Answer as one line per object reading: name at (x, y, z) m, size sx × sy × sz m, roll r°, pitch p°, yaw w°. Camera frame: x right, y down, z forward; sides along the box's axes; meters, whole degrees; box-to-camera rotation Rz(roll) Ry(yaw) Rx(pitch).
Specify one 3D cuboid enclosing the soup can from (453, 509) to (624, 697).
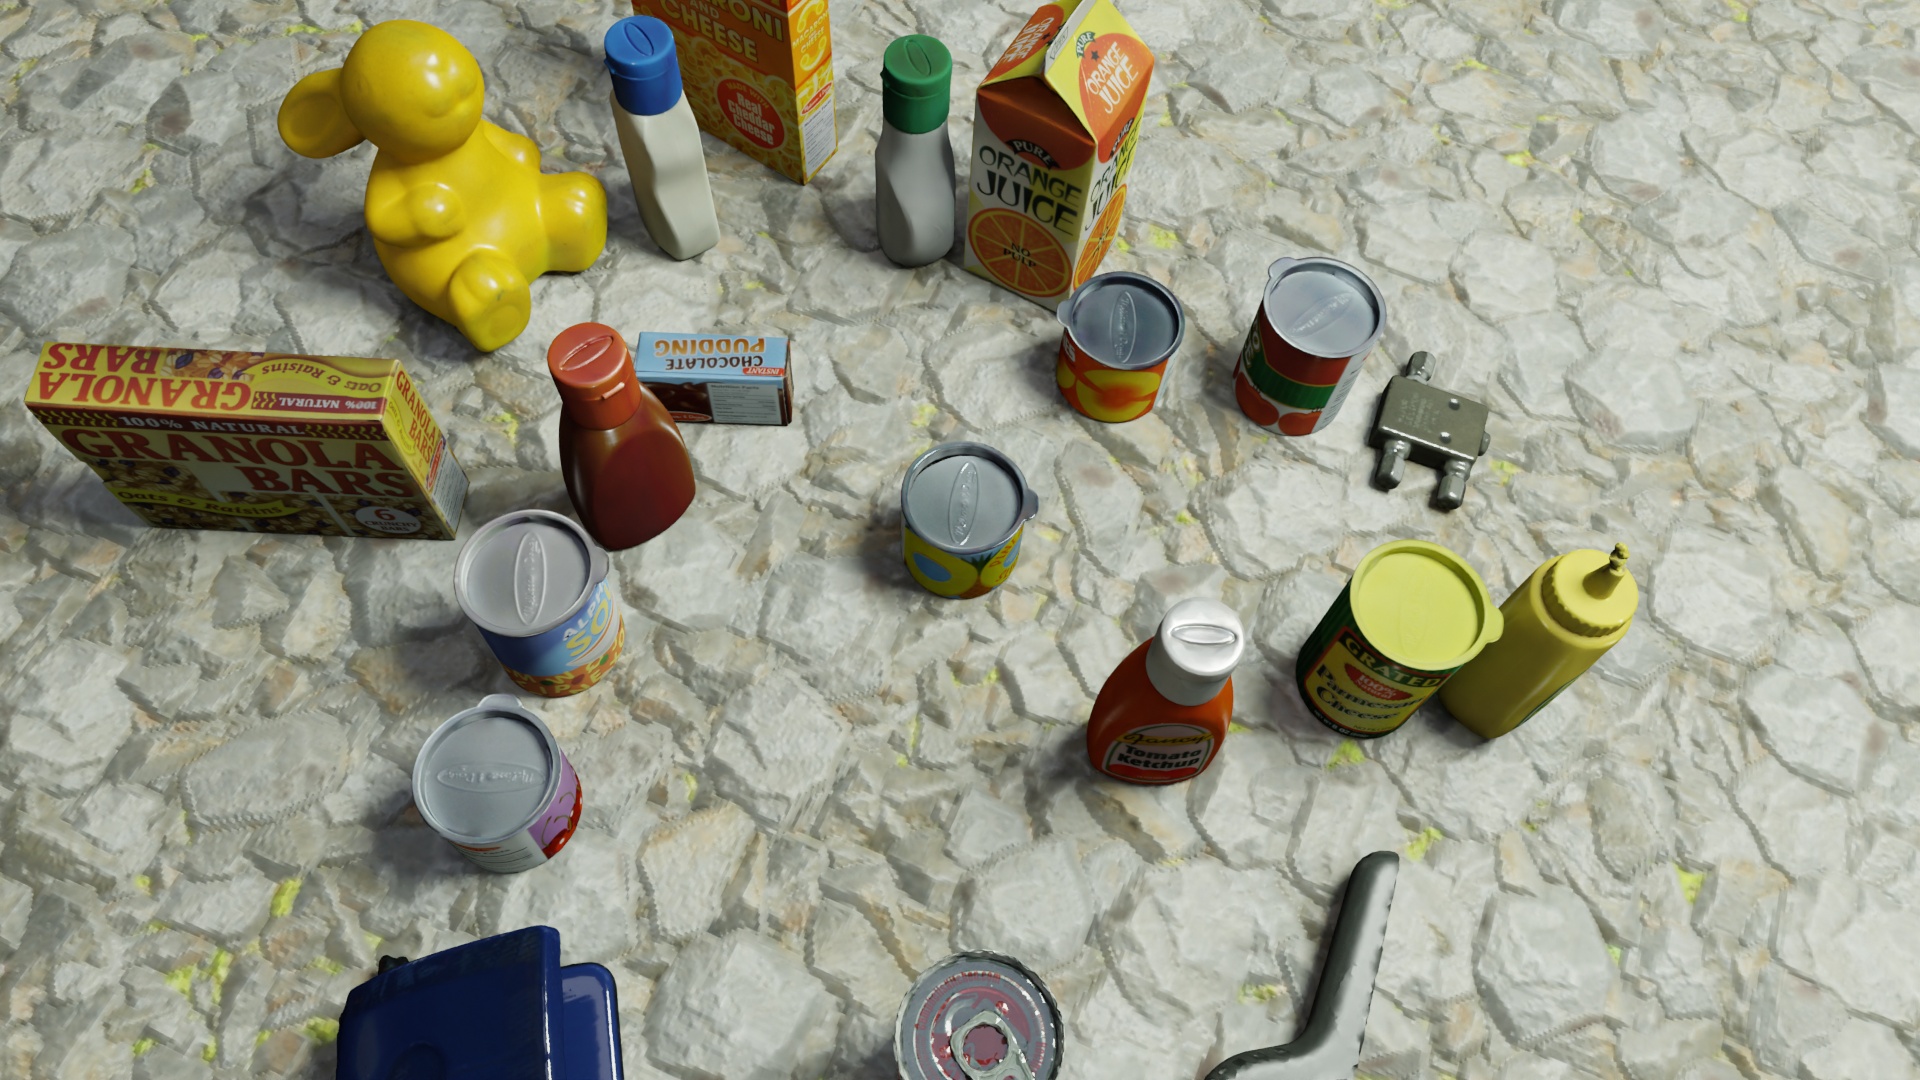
soup can at (-0.202, 0.033, 0.685) m, size 0.071 × 0.083 × 0.071 m, roll 1°, pitch 63°, yaw -2°

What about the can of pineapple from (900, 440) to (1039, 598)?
can of pineapple at (0.003, -0.009, 0.731) m, size 0.071 × 0.057 × 0.071 m, roll 1°, pitch 63°, yaw -2°

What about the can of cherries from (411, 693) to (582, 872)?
can of cherries at (-0.215, 0.115, 0.656) m, size 0.071 × 0.058 × 0.072 m, roll 1°, pitch 63°, yaw -2°

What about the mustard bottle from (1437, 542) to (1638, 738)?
mustard bottle at (0.280, 0.044, 0.660) m, size 0.065 × 0.159 × 0.049 m, roll -39°, pitch 71°, yaw -20°

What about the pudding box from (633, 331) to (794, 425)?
pudding box at (-0.136, -0.089, 0.770) m, size 0.084 × 0.049 × 0.030 m, roll 2°, pitch 63°, yaw -2°

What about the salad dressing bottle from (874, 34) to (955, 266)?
salad dressing bottle at (-0.025, -0.218, 0.787) m, size 0.044 × 0.147 × 0.064 m, roll -18°, pitch 65°, yaw -12°

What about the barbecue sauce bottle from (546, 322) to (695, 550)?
barbecue sauce bottle at (-0.172, -0.051, 0.693) m, size 0.065 × 0.148 × 0.044 m, roll -36°, pitch 70°, yaw -19°

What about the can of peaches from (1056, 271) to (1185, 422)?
can of peaches at (0.087, -0.109, 0.787) m, size 0.071 × 0.057 × 0.071 m, roll 1°, pitch 63°, yaw -2°

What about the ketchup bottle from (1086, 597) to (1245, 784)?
ketchup bottle at (0.098, 0.071, 0.643) m, size 0.065 × 0.148 × 0.044 m, roll 3°, pitch 63°, yaw -1°

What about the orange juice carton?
orange juice carton at (0.053, -0.218, 0.766) m, size 0.073 × 0.191 × 0.072 m, roll 28°, pitch 65°, yaw 11°

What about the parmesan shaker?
parmesan shaker at (0.213, 0.053, 0.684) m, size 0.071 × 0.102 × 0.071 m, roll 1°, pitch 63°, yaw -2°

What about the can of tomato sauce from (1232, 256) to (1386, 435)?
can of tomato sauce at (0.191, -0.108, 0.777) m, size 0.071 × 0.082 × 0.071 m, roll 1°, pitch 63°, yaw -2°

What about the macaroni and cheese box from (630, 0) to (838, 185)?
macaroni and cheese box at (-0.135, -0.303, 0.815) m, size 0.124 × 0.165 × 0.040 m, roll 31°, pitch 66°, yaw 12°

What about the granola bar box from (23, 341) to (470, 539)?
granola bar box at (-0.348, -0.046, 0.696) m, size 0.166 × 0.123 × 0.039 m, roll 3°, pitch 63°, yaw -1°

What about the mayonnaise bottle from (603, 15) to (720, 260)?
mayonnaise bottle at (-0.169, -0.227, 0.784) m, size 0.041 × 0.147 × 0.065 m, roll -30°, pitch 68°, yaw -16°
